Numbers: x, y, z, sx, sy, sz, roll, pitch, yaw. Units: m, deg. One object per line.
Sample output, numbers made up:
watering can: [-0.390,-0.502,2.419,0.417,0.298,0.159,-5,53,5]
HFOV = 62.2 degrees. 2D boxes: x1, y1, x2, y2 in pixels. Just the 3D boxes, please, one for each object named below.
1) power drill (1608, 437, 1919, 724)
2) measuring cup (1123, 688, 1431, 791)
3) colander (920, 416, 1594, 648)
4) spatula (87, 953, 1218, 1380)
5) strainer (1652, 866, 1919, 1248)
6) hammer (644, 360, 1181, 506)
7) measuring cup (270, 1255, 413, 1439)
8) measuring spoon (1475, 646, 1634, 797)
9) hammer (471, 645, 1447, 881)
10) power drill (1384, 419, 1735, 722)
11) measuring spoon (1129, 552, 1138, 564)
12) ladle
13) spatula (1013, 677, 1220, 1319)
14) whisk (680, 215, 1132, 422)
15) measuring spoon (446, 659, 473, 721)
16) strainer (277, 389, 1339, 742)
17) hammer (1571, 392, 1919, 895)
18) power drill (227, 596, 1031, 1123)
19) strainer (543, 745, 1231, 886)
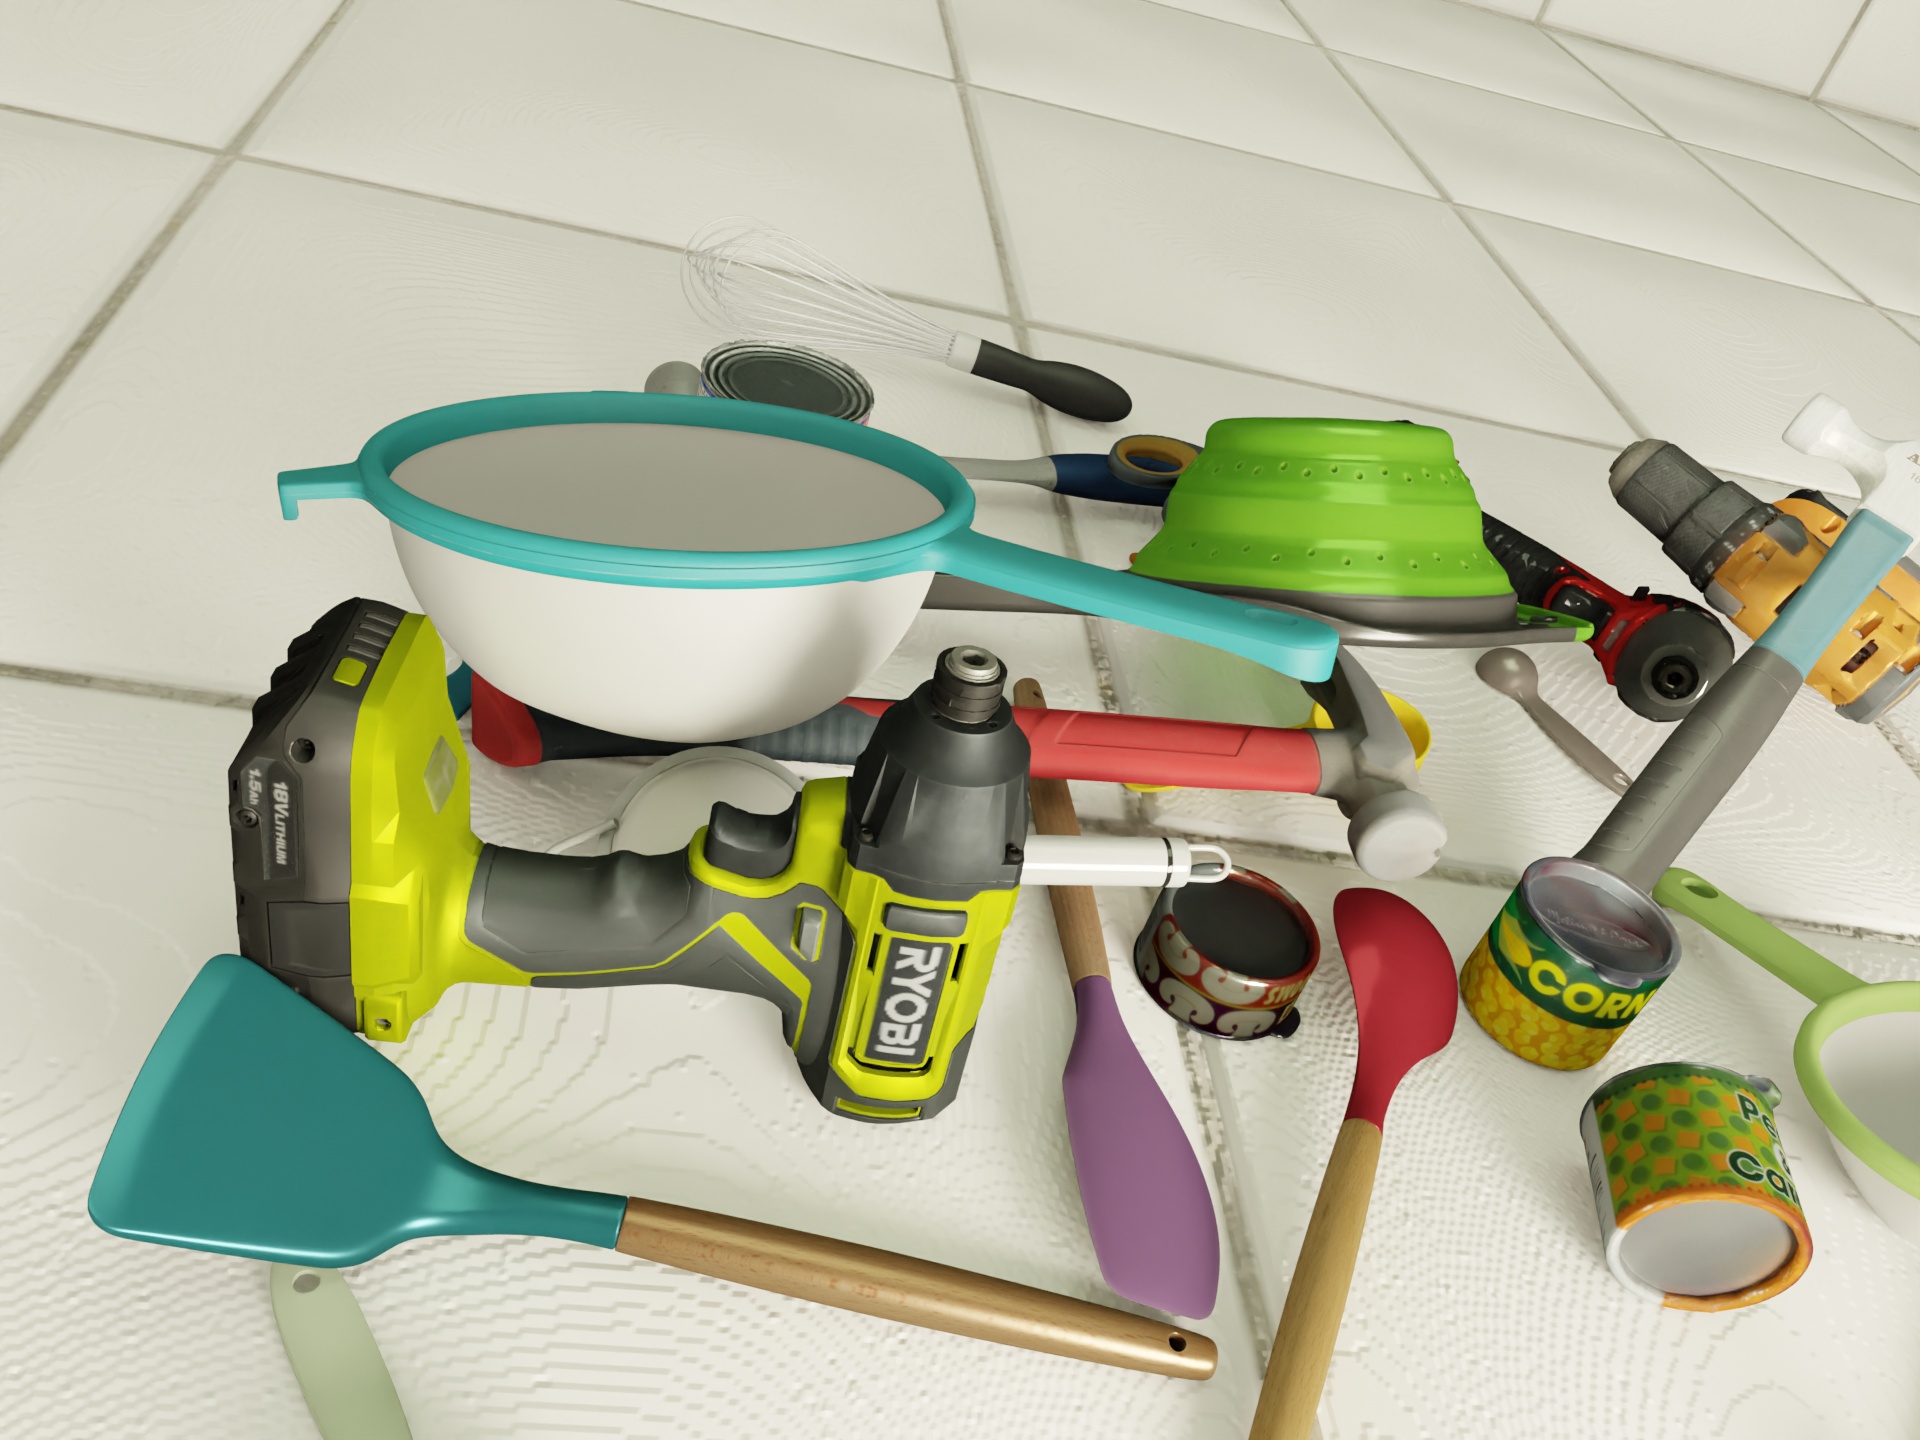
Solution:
power drill: [0.458,-0.085,0.889,0.185,0.084,0.226,47,28,21]
measuring cup: [0.145,0.021,0.737,0.156,0.029,0.062,-11,45,-17]
colander: [0.085,-0.094,0.733,0.397,0.094,0.204,2,10,-1]
spatula: [-0.071,0.148,0.457,0.317,0.044,0.082,16,47,-8]
strainer: [0.373,0.147,0.646,0.151,0.069,0.257,-8,27,-19]
hammer: [0.040,-0.132,0.870,0.405,0.035,0.144,0,40,-23]
measuring cup: [-0.135,0.186,0.389,0.083,0.038,0.168,-15,48,-36]
measuring spoon: [0.317,-0.002,0.833,0.034,0.018,0.124,-3,39,-26]
hammer: [-0.001,-0.002,0.661,0.386,0.038,0.143,4,36,-11]
power drill: [0.307,-0.075,0.852,0.220,0.078,0.143,33,21,13]
measuring spoon: [0.135,-0.058,0.841,0.117,0.011,0.021,35,41,26]
ladle: [0.130,0.159,0.542,0.069,0.031,0.315,43,41,-7]
spatula: [0.048,0.084,0.612,0.059,0.018,0.316,24,32,-25]
whisk: [-0.028,-0.234,0.957,0.284,0.070,0.070,16,37,-10]
measuring spoon: [-0.201,-0.017,0.632,0.042,0.021,0.129,23,36,6]
strainer: [-0.045,-0.033,0.553,0.340,0.095,0.211,16,25,18]
hammer: [0.369,-0.017,0.738,0.128,0.033,0.331,39,71,18]
power drill: [-0.094,0.039,0.487,0.223,0.171,0.080,8,34,-8]
strainer: [-0.022,0.048,0.583,0.258,0.050,0.087,2,66,-12]
